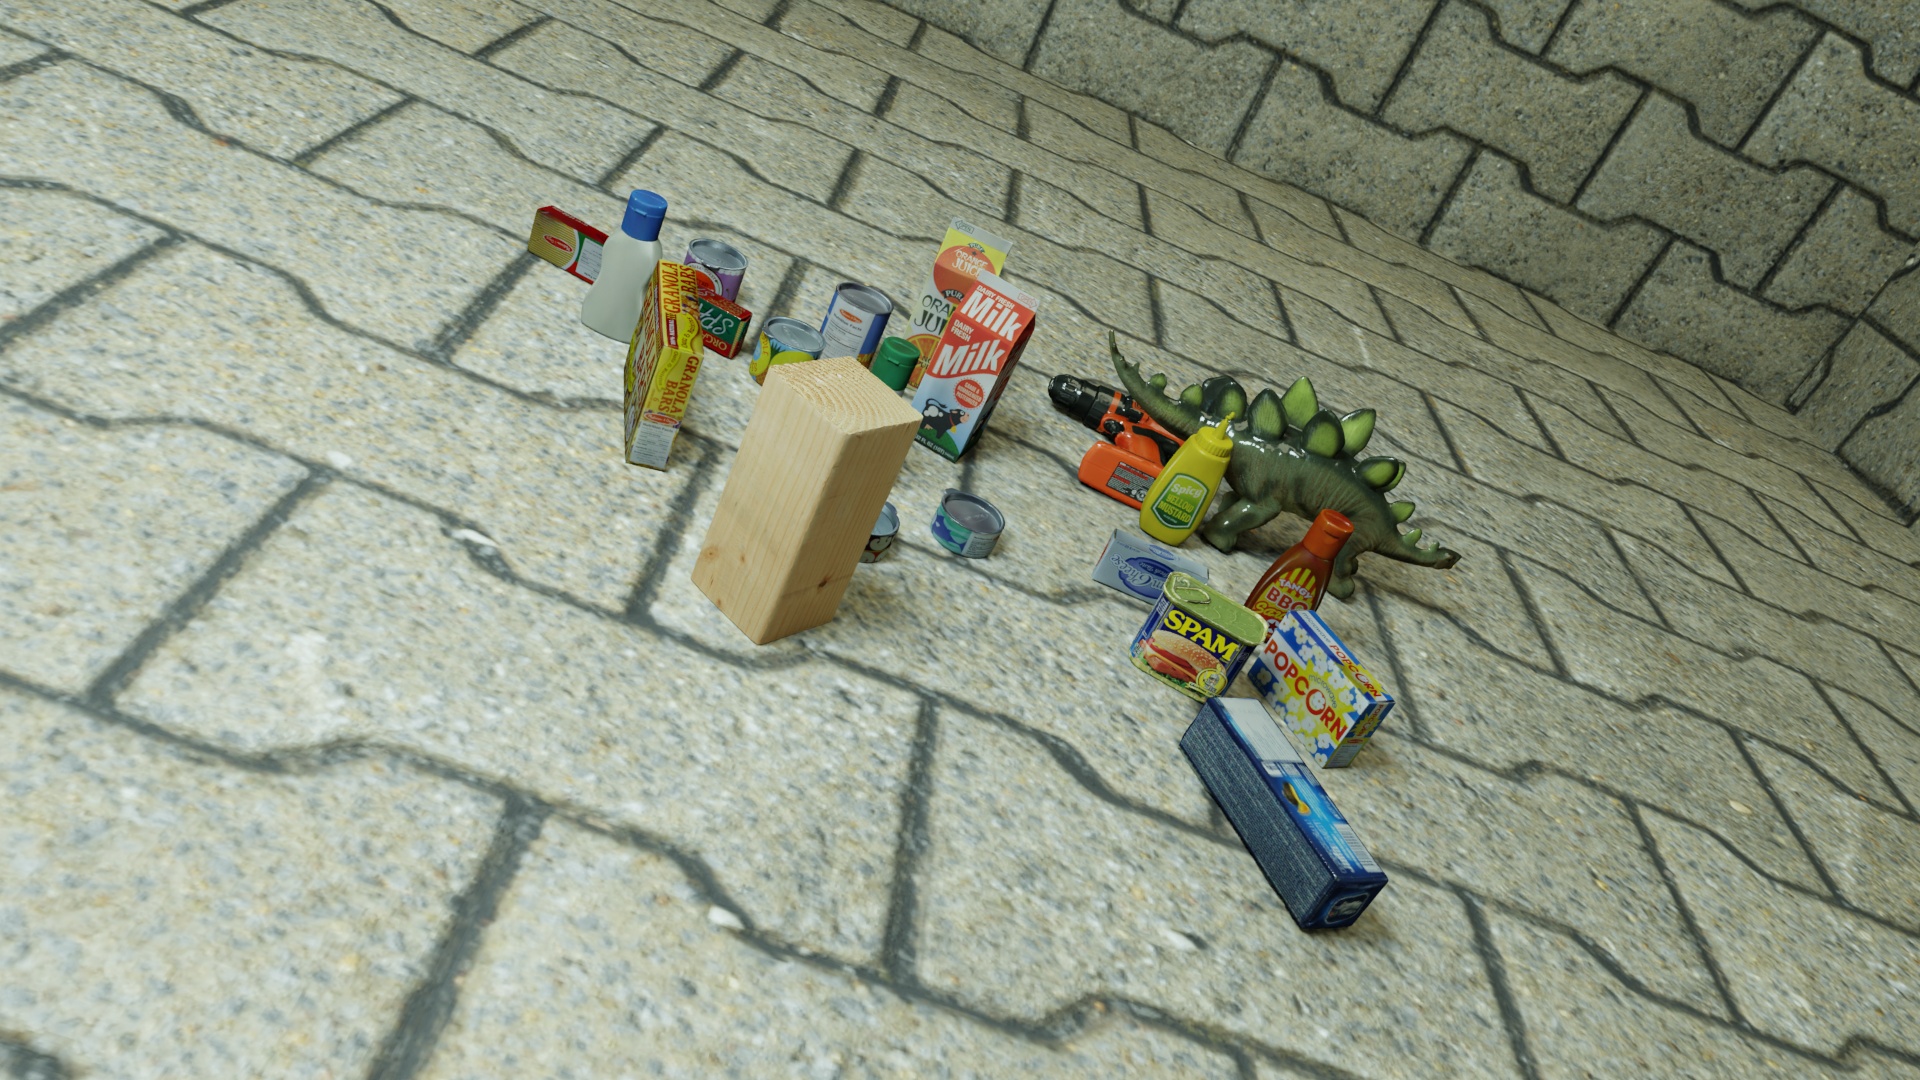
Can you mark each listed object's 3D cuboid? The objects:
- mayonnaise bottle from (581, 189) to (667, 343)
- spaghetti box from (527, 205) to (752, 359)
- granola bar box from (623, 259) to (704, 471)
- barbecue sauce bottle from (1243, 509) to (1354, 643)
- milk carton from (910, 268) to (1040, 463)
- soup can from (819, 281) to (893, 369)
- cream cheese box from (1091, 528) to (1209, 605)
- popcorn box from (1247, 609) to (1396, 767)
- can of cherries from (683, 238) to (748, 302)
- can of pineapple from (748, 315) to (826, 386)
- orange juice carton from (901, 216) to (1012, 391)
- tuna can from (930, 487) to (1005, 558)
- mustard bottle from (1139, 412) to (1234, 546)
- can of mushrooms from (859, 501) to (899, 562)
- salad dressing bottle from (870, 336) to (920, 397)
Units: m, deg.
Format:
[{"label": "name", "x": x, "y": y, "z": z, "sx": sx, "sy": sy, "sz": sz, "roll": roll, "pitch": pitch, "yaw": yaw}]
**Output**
[{"label": "mayonnaise bottle", "x": -0.322, "y": -0.268, "z": 1.354, "sx": 0.065, "sy": 0.147, "sz": 0.041, "roll": 24, "pitch": 30, "yaw": -4}, {"label": "spaghetti box", "x": -0.333, "y": -0.269, "z": 1.445, "sx": 0.250, "sy": 0.050, "sz": 0.029, "roll": 28, "pitch": 30, "yaw": 4}, {"label": "granola bar box", "x": -0.270, "y": -0.160, "z": 1.251, "sx": 0.039, "sy": 0.123, "sz": 0.166, "roll": 13, "pitch": 33, "yaw": -22}, {"label": "barbecue sauce bottle", "x": 0.338, "y": 0.037, "z": 1.384, "sx": 0.065, "sy": 0.147, "sz": 0.044, "roll": 29, "pitch": 30, "yaw": 5}, {"label": "milk carton", "x": 0.014, "y": -0.183, "z": 1.436, "sx": 0.072, "sy": 0.189, "sz": 0.074, "roll": 31, "pitch": 30, "yaw": 7}, {"label": "soup can", "x": -0.117, "y": -0.231, "z": 1.517, "sx": 0.071, "sy": 0.083, "sz": 0.072, "roll": 19, "pitch": 31, "yaw": -12}, {"label": "cream cheese box", "x": 0.187, "y": 0.033, "z": 1.369, "sx": 0.104, "sy": 0.053, "sz": 0.024, "roll": 23, "pitch": 30, "yaw": -6}, {"label": "popcorn box", "x": 0.331, "y": 0.136, "z": 1.287, "sx": 0.038, "sy": 0.084, "sz": 0.127, "roll": 3, "pitch": 37, "yaw": -35}, {"label": "can of cherries", "x": -0.272, "y": -0.286, "z": 1.510, "sx": 0.071, "sy": 0.058, "sz": 0.072, "roll": 19, "pitch": 31, "yaw": -12}, {"label": "can of pineapple", "x": -0.181, "y": -0.190, "z": 1.431, "sx": 0.071, "sy": 0.057, "sz": 0.071, "roll": 19, "pitch": 31, "yaw": -12}, {"label": "orange juice carton", "x": -0.012, "y": -0.258, "z": 1.531, "sx": 0.072, "sy": 0.191, "sz": 0.073, "roll": 23, "pitch": 30, "yaw": -6}, {"label": "tuna can", "x": 0.005, "y": -0.017, "z": 1.327, "sx": 0.071, "sy": 0.032, "sz": 0.071, "roll": 19, "pitch": 31, "yaw": -12}, {"label": "mustard bottle", "x": 0.246, "y": -0.070, "z": 1.468, "sx": 0.065, "sy": 0.159, "sz": 0.049, "roll": 26, "pitch": 30, "yaw": 0}, {"label": "can of mushrooms", "x": -0.089, "y": -0.013, "z": 1.250, "sx": 0.071, "sy": 0.033, "sz": 0.071, "roll": 19, "pitch": 31, "yaw": -12}, {"label": "salad dressing bottle", "x": -0.081, "y": -0.121, "z": 1.311, "sx": 0.064, "sy": 0.147, "sz": 0.044, "roll": 27, "pitch": 30, "yaw": 1}]
